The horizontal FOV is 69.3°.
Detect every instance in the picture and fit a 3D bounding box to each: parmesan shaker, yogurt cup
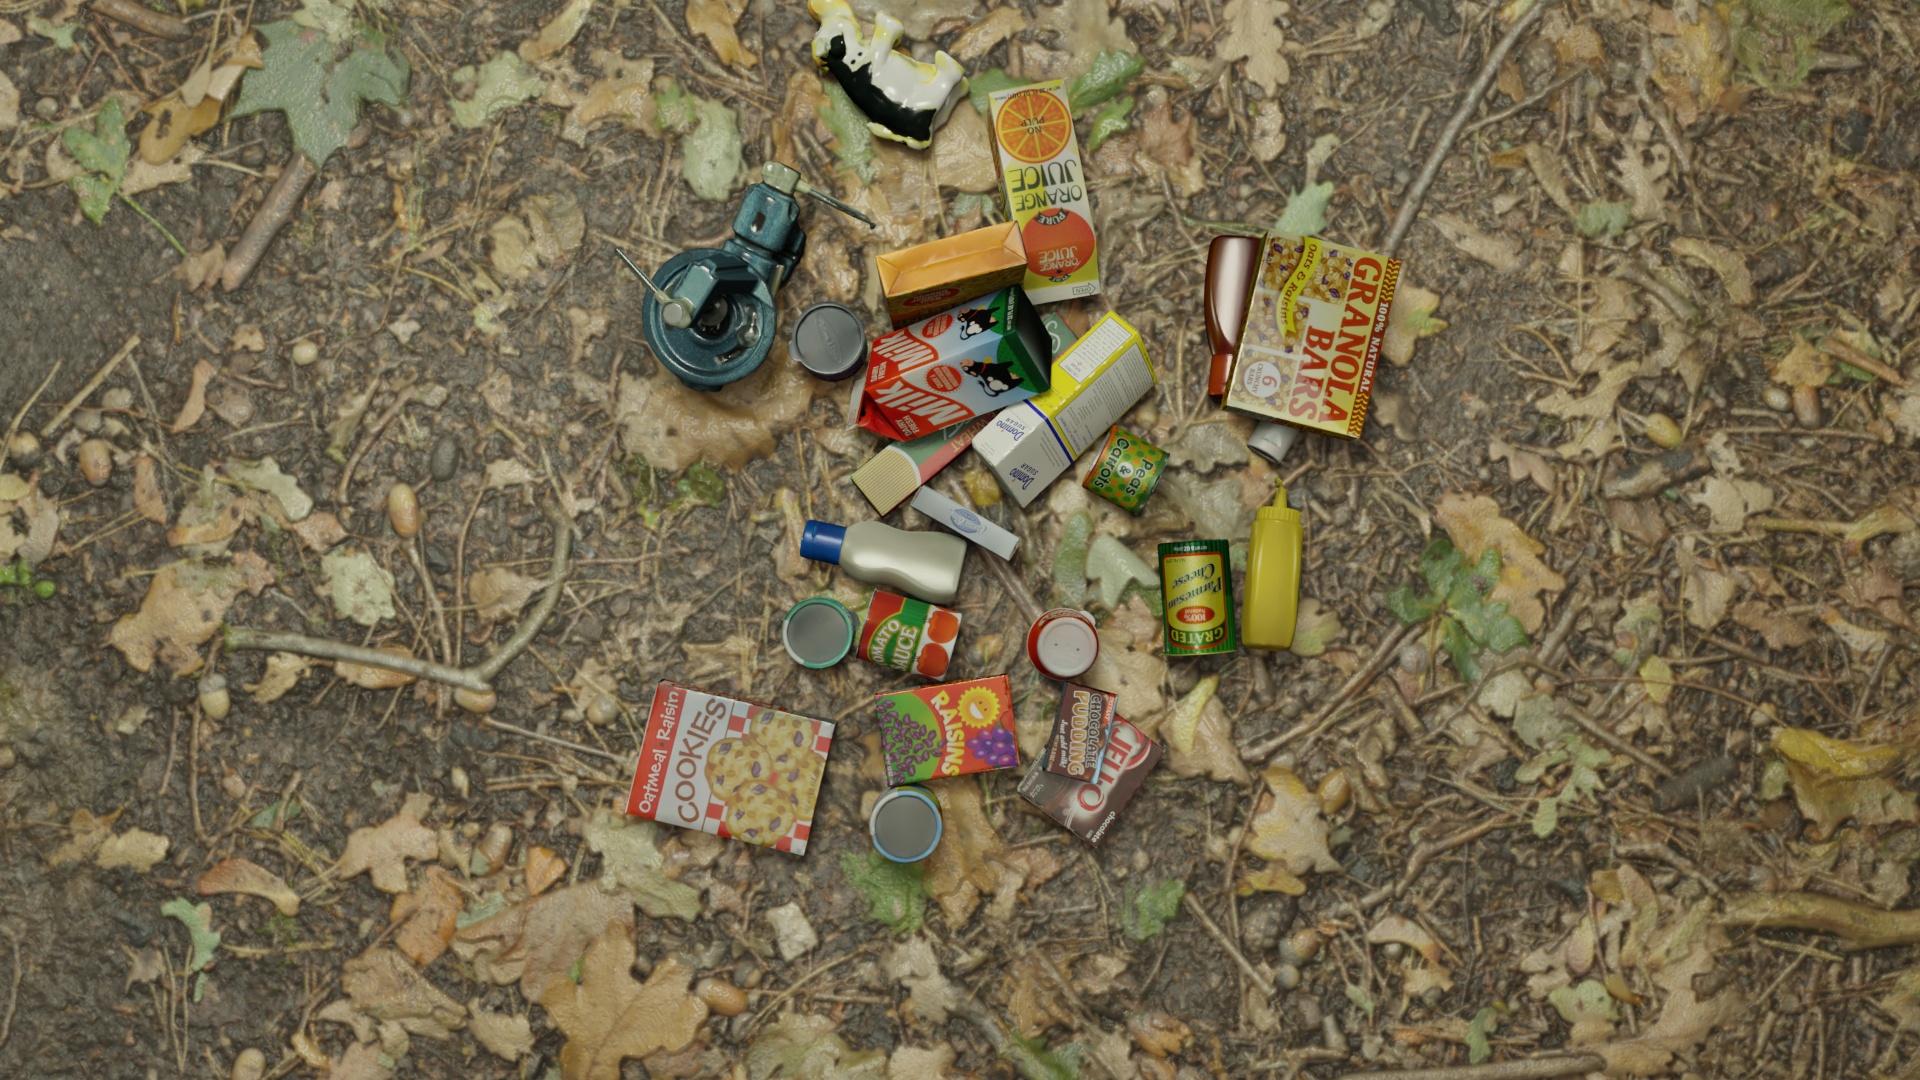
[{"bbox_3d":[0.213,0.052,1.270,0.071,0.071,0.103,-4,87,-1],"label":"parmesan shaker"},{"bbox_3d":[0.096,0.096,1.272,0.072,0.054,0.072,0,88,0],"label":"yogurt cup"}]

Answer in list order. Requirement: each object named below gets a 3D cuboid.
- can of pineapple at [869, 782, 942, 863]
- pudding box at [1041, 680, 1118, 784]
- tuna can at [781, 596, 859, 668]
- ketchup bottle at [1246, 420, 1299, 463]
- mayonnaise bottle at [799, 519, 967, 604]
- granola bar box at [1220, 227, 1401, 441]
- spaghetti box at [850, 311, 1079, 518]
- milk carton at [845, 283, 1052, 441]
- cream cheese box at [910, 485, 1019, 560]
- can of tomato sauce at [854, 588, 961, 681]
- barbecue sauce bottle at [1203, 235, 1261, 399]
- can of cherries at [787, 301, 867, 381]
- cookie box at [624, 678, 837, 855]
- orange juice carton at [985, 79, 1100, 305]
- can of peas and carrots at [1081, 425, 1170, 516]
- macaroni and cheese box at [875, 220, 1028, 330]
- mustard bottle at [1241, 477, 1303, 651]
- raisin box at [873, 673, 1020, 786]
[{"bbox_3d":[-0.047,0.256,1.260,0.071,0.058,0.071,0,88,-1],"label":"can of pineapple"},{"bbox_3d":[0.108,0.172,1.242,0.050,0.030,0.084,15,85,0],"label":"pudding box"},{"bbox_3d":[-0.128,0.084,1.280,0.071,0.033,0.071,0,88,0],"label":"tuna can"},{"bbox_3d":[0.318,-0.143,1.291,0.065,0.043,0.149,30,88,3],"label":"ketchup bottle"},{"bbox_3d":[-0.072,0.013,1.277,0.148,0.041,0.065,13,62,1],"label":"mayonnaise bottle"},{"bbox_3d":[0.314,-0.184,1.251,0.124,0.039,0.165,14,87,1],"label":"granola bar box"},{"bbox_3d":[0.008,-0.118,1.293,0.250,0.028,0.050,-39,89,-2],"label":"spaghetti box"},{"bbox_3d":[-0.018,-0.151,1.242,0.190,0.073,0.073,-17,131,23],"label":"milk carton"},{"bbox_3d":[0.005,-0.016,1.276,0.104,0.053,0.024,29,90,1],"label":"cream cheese box"},{"bbox_3d":[-0.047,0.088,1.262,0.083,0.071,0.071,16,88,0],"label":"can of tomato sauce"},{"bbox_3d":[0.256,-0.206,1.293,0.065,0.043,0.148,7,88,-1],"label":"barbecue sauce bottle"},{"bbox_3d":[-0.122,-0.182,1.280,0.071,0.058,0.071,0,89,-1],"label":"can of cherries"},{"bbox_3d":[-0.209,0.206,1.270,0.167,0.040,0.123,14,87,-1],"label":"cookie box"},{"bbox_3d":[0.076,-0.315,1.281,0.072,0.073,0.192,-11,88,-1],"label":"orange juice carton"},{"bbox_3d":[0.151,-0.064,1.271,0.059,0.071,0.071,28,88,1],"label":"can of peas and carrots"},{"bbox_3d":[-0.008,-0.230,1.229,0.124,0.166,0.040,-14,88,-1],"label":"macaroni and cheese box"},{"bbox_3d":[0.288,0.020,1.274,0.049,0.065,0.160,7,84,4],"label":"mustard bottle"},{"bbox_3d":[-0.012,0.172,1.274,0.123,0.040,0.086,-8,87,-2],"label":"raisin box"}]
